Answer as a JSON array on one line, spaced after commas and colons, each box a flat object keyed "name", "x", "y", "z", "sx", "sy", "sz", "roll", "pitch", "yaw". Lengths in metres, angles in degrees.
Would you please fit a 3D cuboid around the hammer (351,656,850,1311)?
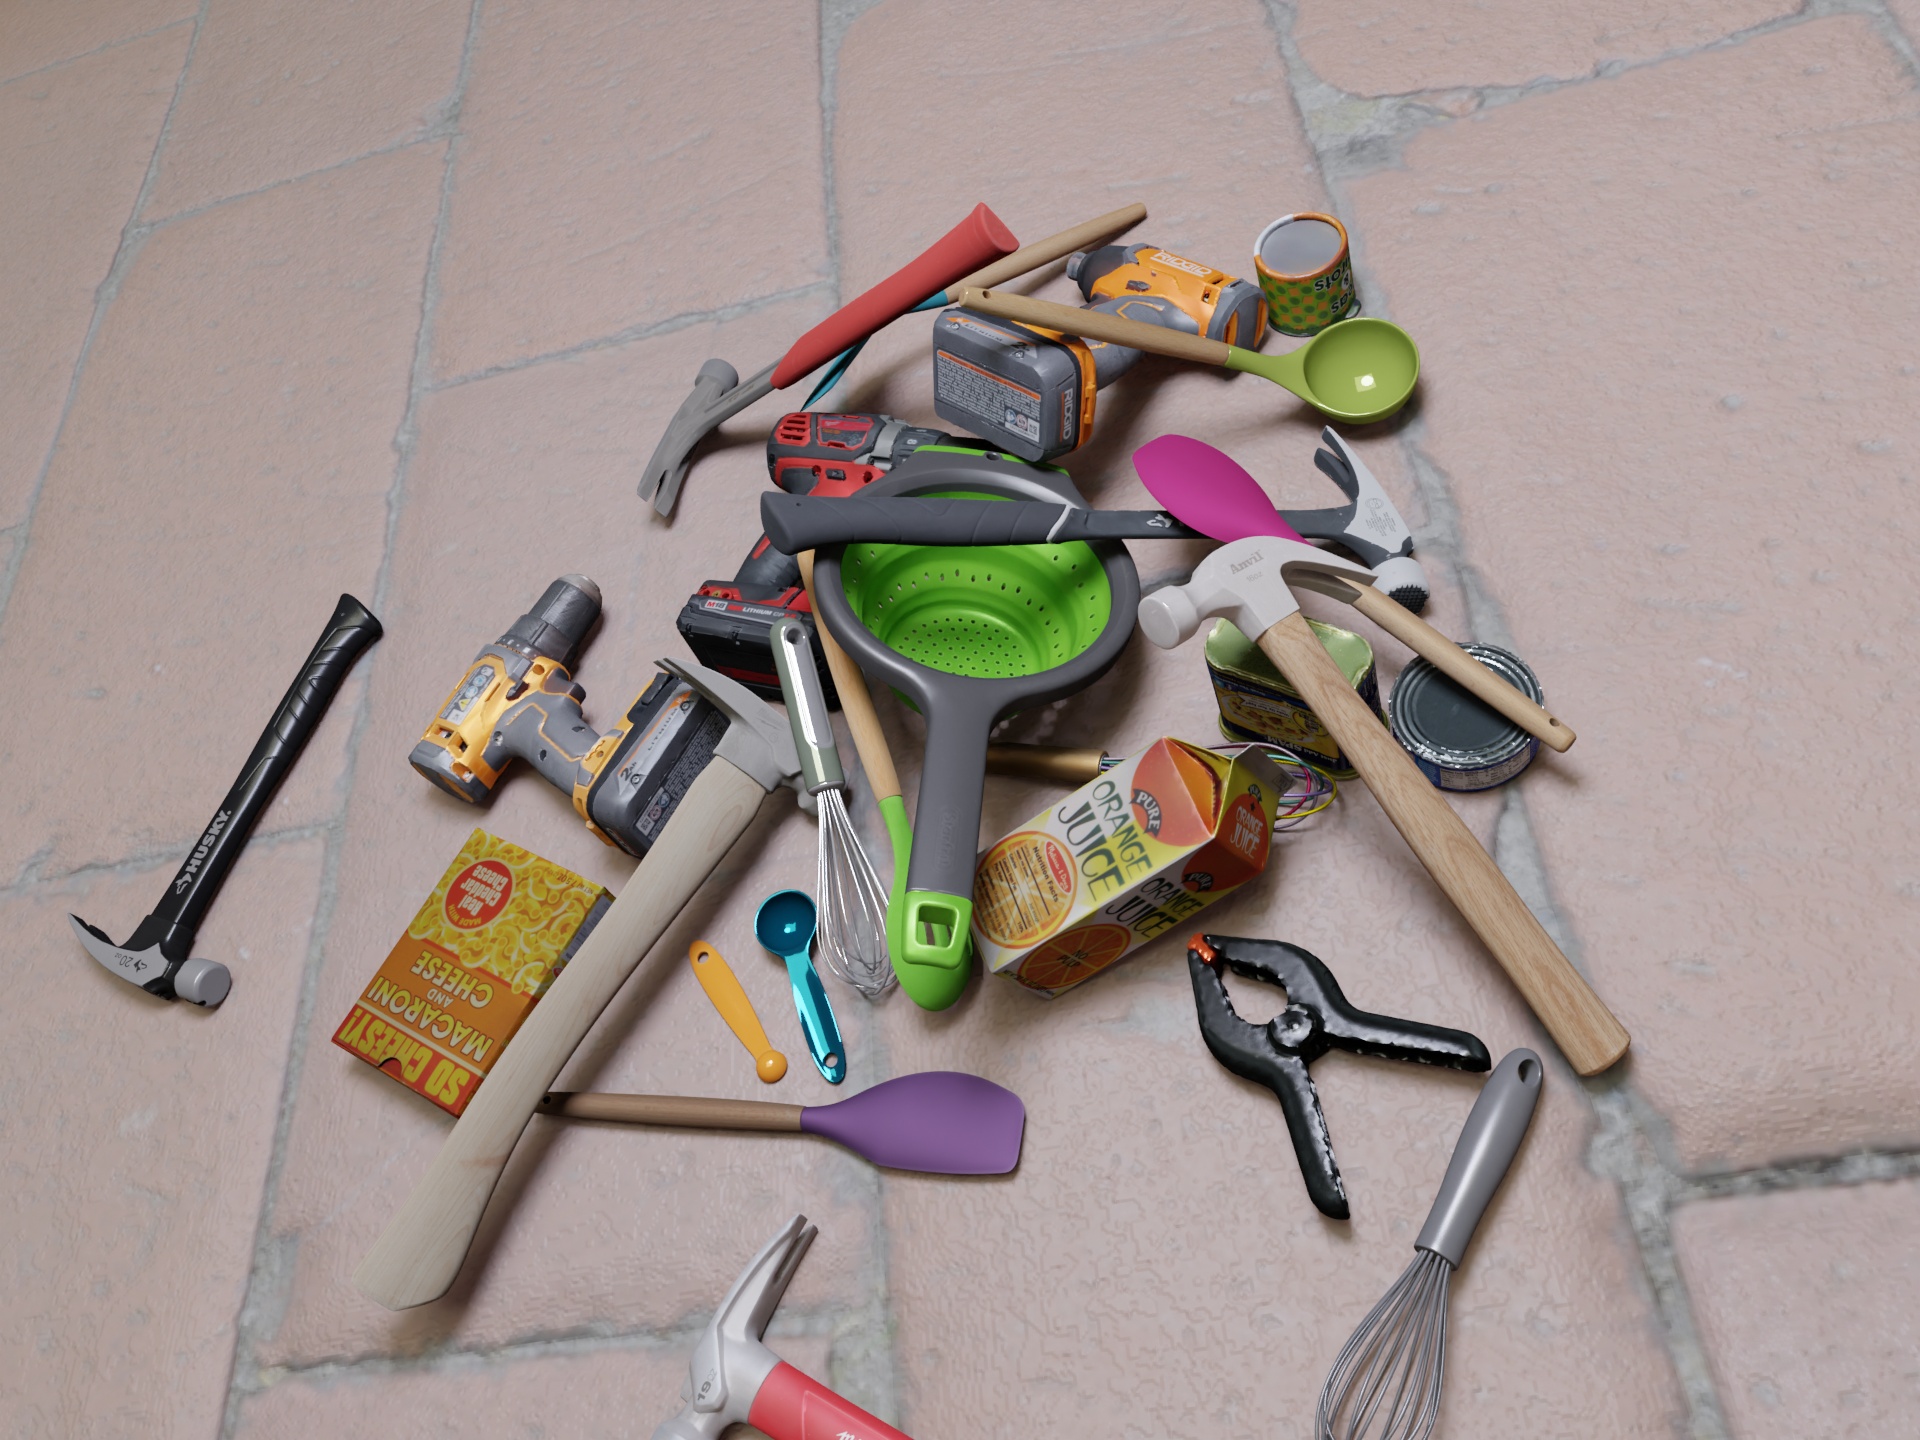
[{"name": "hammer", "x": -0.232, "y": 0.154, "z": 0.957, "sx": 0.411, "sy": 0.146, "sz": 0.038, "roll": -57, "pitch": 19, "yaw": -19}]

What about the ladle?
[{"name": "ladle", "x": 0.153, "y": -0.247, "z": 1.023, "sx": 0.320, "sy": 0.062, "sz": 0.078, "roll": 7, "pitch": 65, "yaw": -22}]

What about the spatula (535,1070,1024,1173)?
[{"name": "spatula", "x": -0.115, "y": 0.232, "z": 0.939, "sx": 0.316, "sy": 0.018, "sz": 0.060, "roll": -2, "pitch": 56, "yaw": 18}]

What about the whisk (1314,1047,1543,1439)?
[{"name": "whisk", "x": 0.236, "y": 0.263, "z": 0.779, "sx": 0.055, "sy": 0.055, "sz": 0.239, "roll": 20, "pitch": 63, "yaw": 29}]

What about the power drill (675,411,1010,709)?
[{"name": "power drill", "x": -0.078, "y": -0.123, "z": 1.117, "sx": 0.188, "sy": 0.080, "sz": 0.227, "roll": 10, "pitch": 60, "yaw": 24}]

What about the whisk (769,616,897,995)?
[{"name": "whisk", "x": -0.081, "y": 0.049, "z": 0.985, "sx": 0.057, "sy": 0.059, "sz": 0.246, "roll": -6, "pitch": 72, "yaw": -33}]

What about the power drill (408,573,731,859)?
[{"name": "power drill", "x": -0.257, "y": -0.009, "z": 1.108, "sx": 0.226, "sy": 0.084, "sz": 0.185, "roll": 16, "pitch": 64, "yaw": 32}]

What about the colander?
[{"name": "colander", "x": -0.002, "y": -0.003, "z": 0.963, "sx": 0.204, "sy": 0.094, "sz": 0.397, "roll": 9, "pitch": 49, "yaw": -2}]

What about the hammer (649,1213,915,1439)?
[{"name": "hammer", "x": 0.029, "y": 0.386, "z": 0.778, "sx": 0.386, "sy": 0.038, "sz": 0.143, "roll": 19, "pitch": 65, "yaw": 28}]

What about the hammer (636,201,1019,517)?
[{"name": "hammer", "x": -0.100, "y": -0.263, "z": 1.133, "sx": 0.359, "sy": 0.036, "sz": 0.149, "roll": -20, "pitch": 42, "yaw": 43}]

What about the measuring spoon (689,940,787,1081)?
[{"name": "measuring spoon", "x": -0.141, "y": 0.177, "z": 0.986, "sx": 0.021, "sy": 0.011, "sz": 0.117, "roll": -37, "pitch": 54, "yaw": -5}]

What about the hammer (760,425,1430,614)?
[{"name": "hammer", "x": 0.081, "y": -0.127, "z": 0.995, "sx": 0.409, "sy": 0.036, "sz": 0.149, "roll": 0, "pitch": 51, "yaw": -9}]

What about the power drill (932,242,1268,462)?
[{"name": "power drill", "x": 0.085, "y": -0.272, "z": 1.115, "sx": 0.226, "sy": 0.084, "sz": 0.164, "roll": -32, "pitch": 49, "yaw": -33}]

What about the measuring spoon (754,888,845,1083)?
[{"name": "measuring spoon", "x": -0.092, "y": 0.165, "z": 0.978, "sx": 0.042, "sy": 0.021, "sz": 0.129, "roll": -23, "pitch": 63, "yaw": 3}]

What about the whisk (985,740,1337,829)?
[{"name": "whisk", "x": 0.107, "y": 0.032, "z": 0.972, "sx": 0.245, "sy": 0.051, "sz": 0.047, "roll": 5, "pitch": 67, "yaw": 26}]

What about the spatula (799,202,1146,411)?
[{"name": "spatula", "x": 0.013, "y": -0.322, "z": 1.210, "sx": 0.317, "sy": 0.044, "sz": 0.082, "roll": -28, "pitch": 9, "yaw": -15}]

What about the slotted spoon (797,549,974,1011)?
[{"name": "slotted spoon", "x": -0.052, "y": 0.026, "z": 0.981, "sx": 0.031, "sy": 0.070, "sz": 0.314, "roll": -36, "pitch": 63, "yaw": 35}]

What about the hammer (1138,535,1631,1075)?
[{"name": "hammer", "x": 0.238, "y": 0.040, "z": 0.842, "sx": 0.130, "sy": 0.031, "sz": 0.331, "roll": -31, "pitch": 79, "yaw": -28}]

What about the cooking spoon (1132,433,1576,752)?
[{"name": "cooking spoon", "x": 0.228, "y": -0.082, "z": 0.944, "sx": 0.069, "sy": 0.017, "sz": 0.319, "roll": -34, "pitch": 62, "yaw": -29}]

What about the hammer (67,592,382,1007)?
[{"name": "hammer", "x": -0.534, "y": 0.046, "z": 1.196, "sx": 0.146, "sy": 0.035, "sz": 0.335, "roll": 9, "pitch": 63, "yaw": 24}]
